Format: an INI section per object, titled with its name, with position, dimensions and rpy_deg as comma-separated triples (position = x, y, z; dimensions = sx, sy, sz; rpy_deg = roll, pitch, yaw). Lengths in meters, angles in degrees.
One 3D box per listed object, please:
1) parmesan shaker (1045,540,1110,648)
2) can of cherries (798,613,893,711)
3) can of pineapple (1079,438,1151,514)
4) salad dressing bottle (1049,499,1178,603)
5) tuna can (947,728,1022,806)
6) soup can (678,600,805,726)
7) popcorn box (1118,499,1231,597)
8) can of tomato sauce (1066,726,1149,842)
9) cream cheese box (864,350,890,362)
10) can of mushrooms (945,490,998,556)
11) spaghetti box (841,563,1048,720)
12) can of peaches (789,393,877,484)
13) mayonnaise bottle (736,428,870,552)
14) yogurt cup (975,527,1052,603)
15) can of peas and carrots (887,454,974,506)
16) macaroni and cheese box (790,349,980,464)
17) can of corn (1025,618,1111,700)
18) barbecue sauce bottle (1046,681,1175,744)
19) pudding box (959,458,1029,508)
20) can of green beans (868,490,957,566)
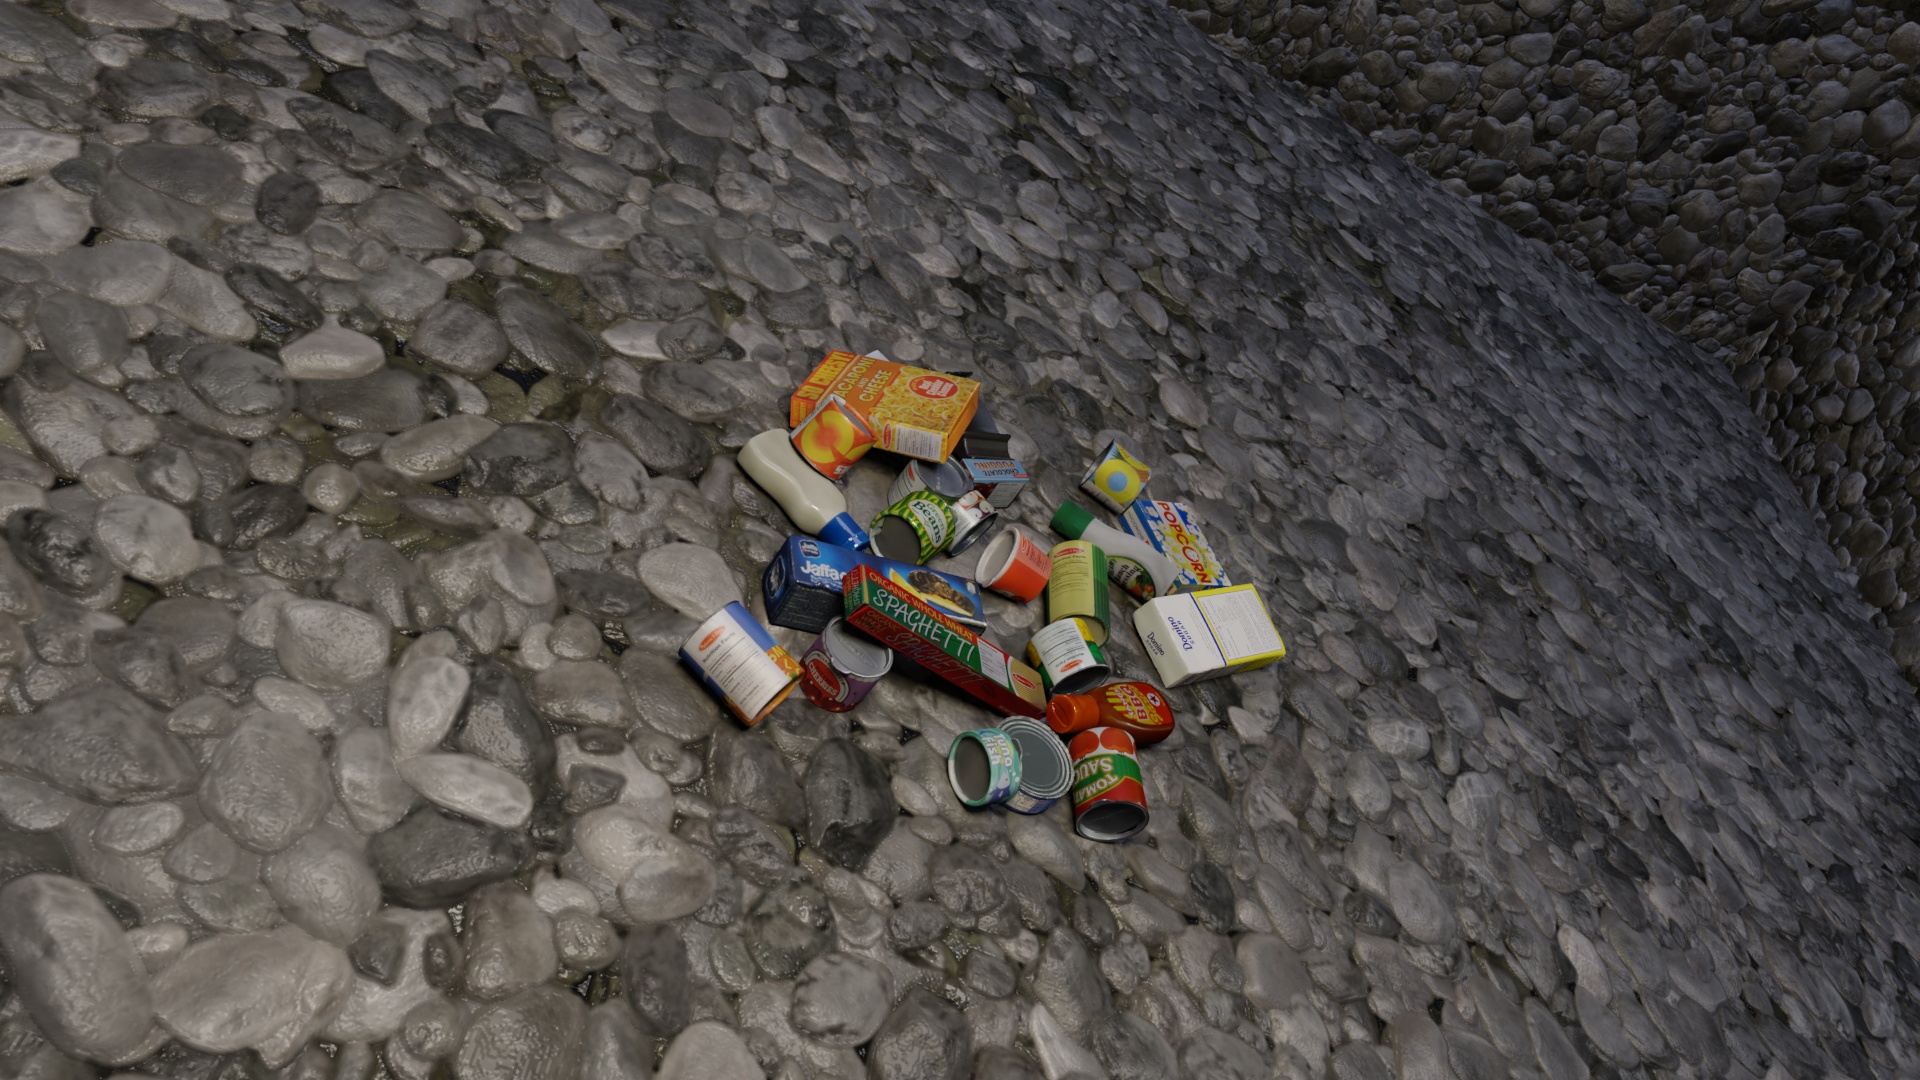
[parmesan shaker]
position = 0.118, 0.060, 1.432
dimensions = 0.071, 0.071, 0.103
rpy_deg = 24, 41, -19
[can of cherries]
position = -0.102, 0.108, 1.206
dimensions = 0.071, 0.058, 0.072
rpy_deg = 23, 41, -21
[can of pineapple]
position = 0.181, -0.074, 1.613
dimensions = 0.058, 0.070, 0.071
rpy_deg = 37, 37, -4
[salad dressing bottle]
position = 0.167, 0.011, 1.527
dimensions = 0.148, 0.064, 0.044
rpy_deg = 36, 56, 10
[tuna can]
position = 0.022, 0.196, 1.206
dimensions = 0.033, 0.070, 0.071
rpy_deg = 1, 51, -38
[soup can]
position = -0.179, 0.101, 1.146
dimensions = 0.084, 0.071, 0.072
rpy_deg = 45, 38, 7
[popcorn box]
position = 0.247, 0.013, 1.603
dimensions = 0.085, 0.038, 0.127
rpy_deg = 4, 49, -39
[can of tomato sauce]
position = 0.133, 0.222, 1.272
dimensions = 0.071, 0.071, 0.083
rpy_deg = 20, 41, -23
[cream cheese box]
position = -0.075, -0.162, 1.532
dimensions = 0.104, 0.024, 0.053
rpy_deg = 43, 36, 6
[can of mushrooms]
position = 0.005, -0.018, 1.416
dimensions = 0.033, 0.070, 0.071
rpy_deg = 46, 38, 11
[spaghetti box]
position = -0.011, 0.097, 1.253
dimensions = 0.249, 0.028, 0.050
rpy_deg = 34, 32, -37
[can of peaches]
position = -0.121, -0.099, 1.355
dimensions = 0.071, 0.058, 0.071
rpy_deg = 44, 10, -10
[mayonnaise bottle]
position = -0.147, -0.042, 1.337
dimensions = 0.148, 0.041, 0.065
rpy_deg = 48, 34, 11
[yogurt cup]
position = 0.056, 0.028, 1.413
dimensions = 0.054, 0.072, 0.073
rpy_deg = 33, 37, -21
[can of peas and carrots]
position = -0.031, -0.051, 1.426
dimensions = 0.071, 0.058, 0.071
rpy_deg = 23, 40, -21
[macaroni and cheese box]
position = -0.077, -0.140, 1.440
dimensions = 0.166, 0.040, 0.124
rpy_deg = 14, 34, 11
[can of corn]
position = 0.105, 0.118, 1.360
dimensions = 0.071, 0.070, 0.058
rpy_deg = 1, 51, -39
[barbecue sauce bottle]
position = 0.143, 0.167, 1.340
dimensions = 0.149, 0.043, 0.065
rpy_deg = 7, 42, -46
[pudding box]
position = 0.027, -0.061, 1.491
dimensions = 0.084, 0.049, 0.030
rpy_deg = -2, 51, -40
[can of green beans]
position = -0.048, -0.009, 1.362
dimensions = 0.071, 0.071, 0.058
rpy_deg = 45, 38, 8
